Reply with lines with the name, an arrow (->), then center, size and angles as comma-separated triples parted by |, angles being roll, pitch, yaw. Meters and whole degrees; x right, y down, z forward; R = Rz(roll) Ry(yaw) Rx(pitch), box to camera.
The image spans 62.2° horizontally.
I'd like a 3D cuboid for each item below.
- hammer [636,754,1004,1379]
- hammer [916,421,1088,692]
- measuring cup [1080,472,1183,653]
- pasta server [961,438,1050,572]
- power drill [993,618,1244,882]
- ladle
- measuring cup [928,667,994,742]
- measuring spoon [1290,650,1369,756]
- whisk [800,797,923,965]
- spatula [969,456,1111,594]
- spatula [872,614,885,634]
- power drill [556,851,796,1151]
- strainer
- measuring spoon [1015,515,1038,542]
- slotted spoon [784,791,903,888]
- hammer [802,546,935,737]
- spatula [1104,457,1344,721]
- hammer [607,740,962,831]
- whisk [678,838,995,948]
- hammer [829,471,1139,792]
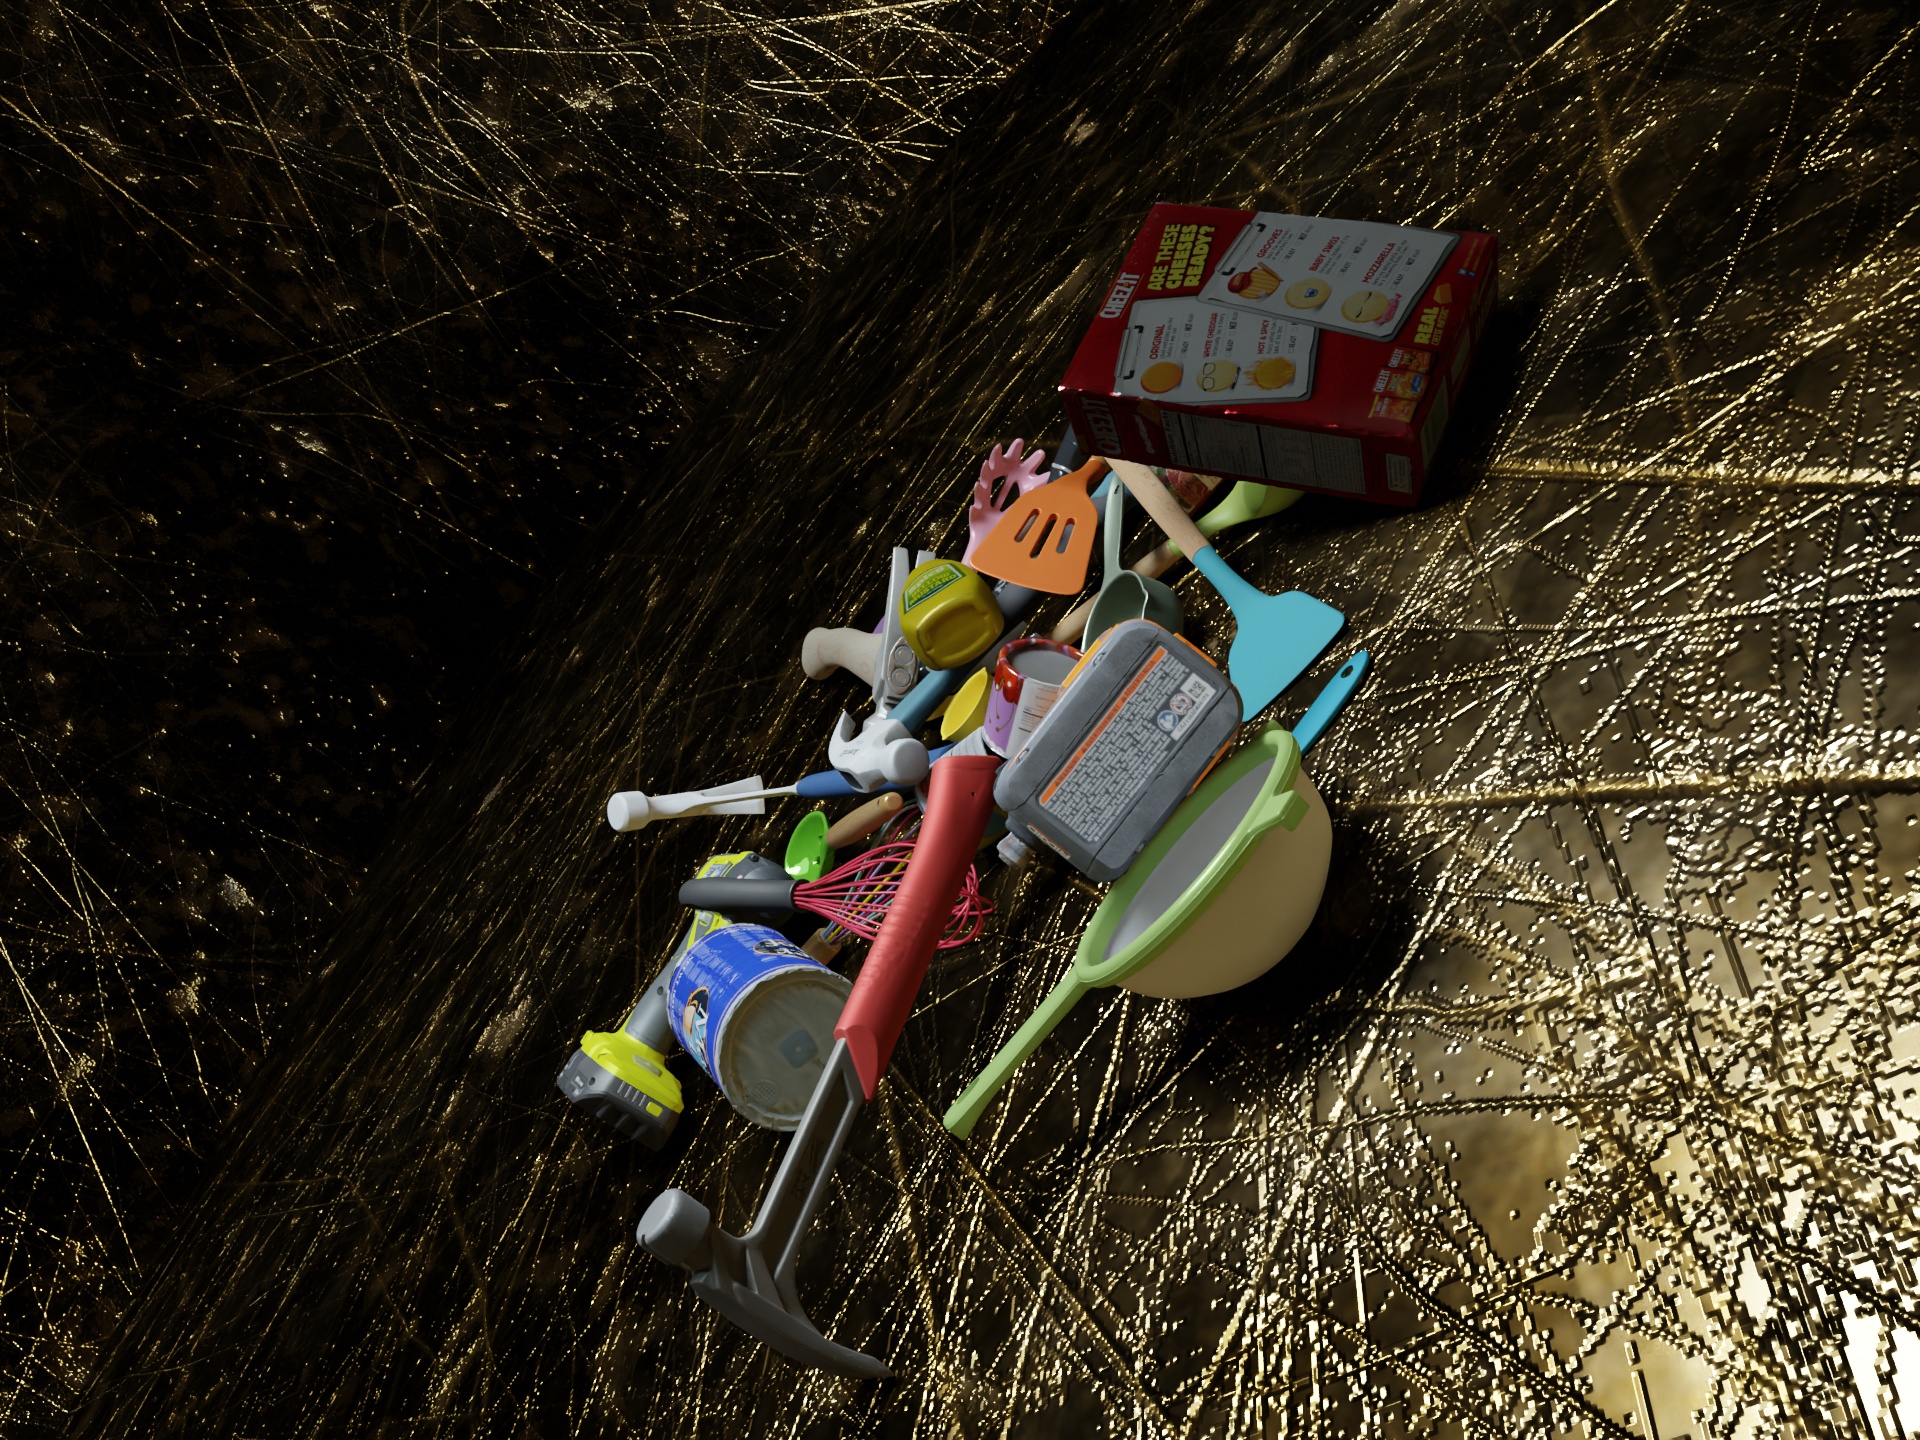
hammer -> -0.039, 0.164, 0.875 | 0.036, 0.149, 0.359 | -28, 29, 46
hammer -> 0.080, -0.194, 1.310 | 0.149, 0.036, 0.409 | -15, 43, 54
measuring cup -> 0.114, -0.092, 1.035 | 0.083, 0.038, 0.168 | -45, 34, 50
pasta server -> -0.006, -0.099, 1.337 | 0.316, 0.060, 0.040 | -65, 8, -20
power drill -> 0.074, 0.023, 0.864 | 0.164, 0.084, 0.226 | -52, -2, 3
ladle -> 0.119, -0.108, 1.079 | 0.320, 0.062, 0.078 | -38, 39, 39
measuring cup -> -0.002, -0.004, 1.208 | 0.062, 0.029, 0.156 | -60, 14, -11
measuring spoon -> 0.169, 0.010, 0.837 | 0.128, 0.021, 0.042 | -53, 22, 3
whisk -> -0.081, 0.140, 1.116 | 0.245, 0.051, 0.047 | -47, 28, 21
spatula -> 0.105, -0.184, 1.161 | 0.323, 0.081, 0.041 | -51, -28, -51
spatula -> -0.051, -0.079, 1.347 | 0.060, 0.018, 0.316 | -63, 11, -5
power drill -> -0.205, 0.202, 1.202 | 0.223, 0.080, 0.171 | -59, 16, -14
strainer -> 0.093, 0.121, 0.753 | 0.256, 0.069, 0.151 | -51, 2, 14
measuring spoon -> 0.043, -0.133, 1.191 | 0.034, 0.018, 0.124 | -30, -2, -5
slotted spoon -> -0.083, 0.082, 1.127 | 0.313, 0.031, 0.070 | 144, 134, -70
hammer -> -0.089, -0.069, 1.357 | 0.411, 0.038, 0.146 | -162, 80, -75
spatula -> 0.134, -0.124, 0.995 | 0.082, 0.044, 0.318 | -48, 49, 19
hammer -> -0.123, 0.053, 1.273 | 0.405, 0.144, 0.035 | -10, 87, 49
whisk -> -0.093, 0.117, 1.065 | 0.296, 0.073, 0.073 | -6, 49, 43
hammer -> 0.027, -0.069, 1.123 | 0.331, 0.033, 0.128 | -47, 21, -26
